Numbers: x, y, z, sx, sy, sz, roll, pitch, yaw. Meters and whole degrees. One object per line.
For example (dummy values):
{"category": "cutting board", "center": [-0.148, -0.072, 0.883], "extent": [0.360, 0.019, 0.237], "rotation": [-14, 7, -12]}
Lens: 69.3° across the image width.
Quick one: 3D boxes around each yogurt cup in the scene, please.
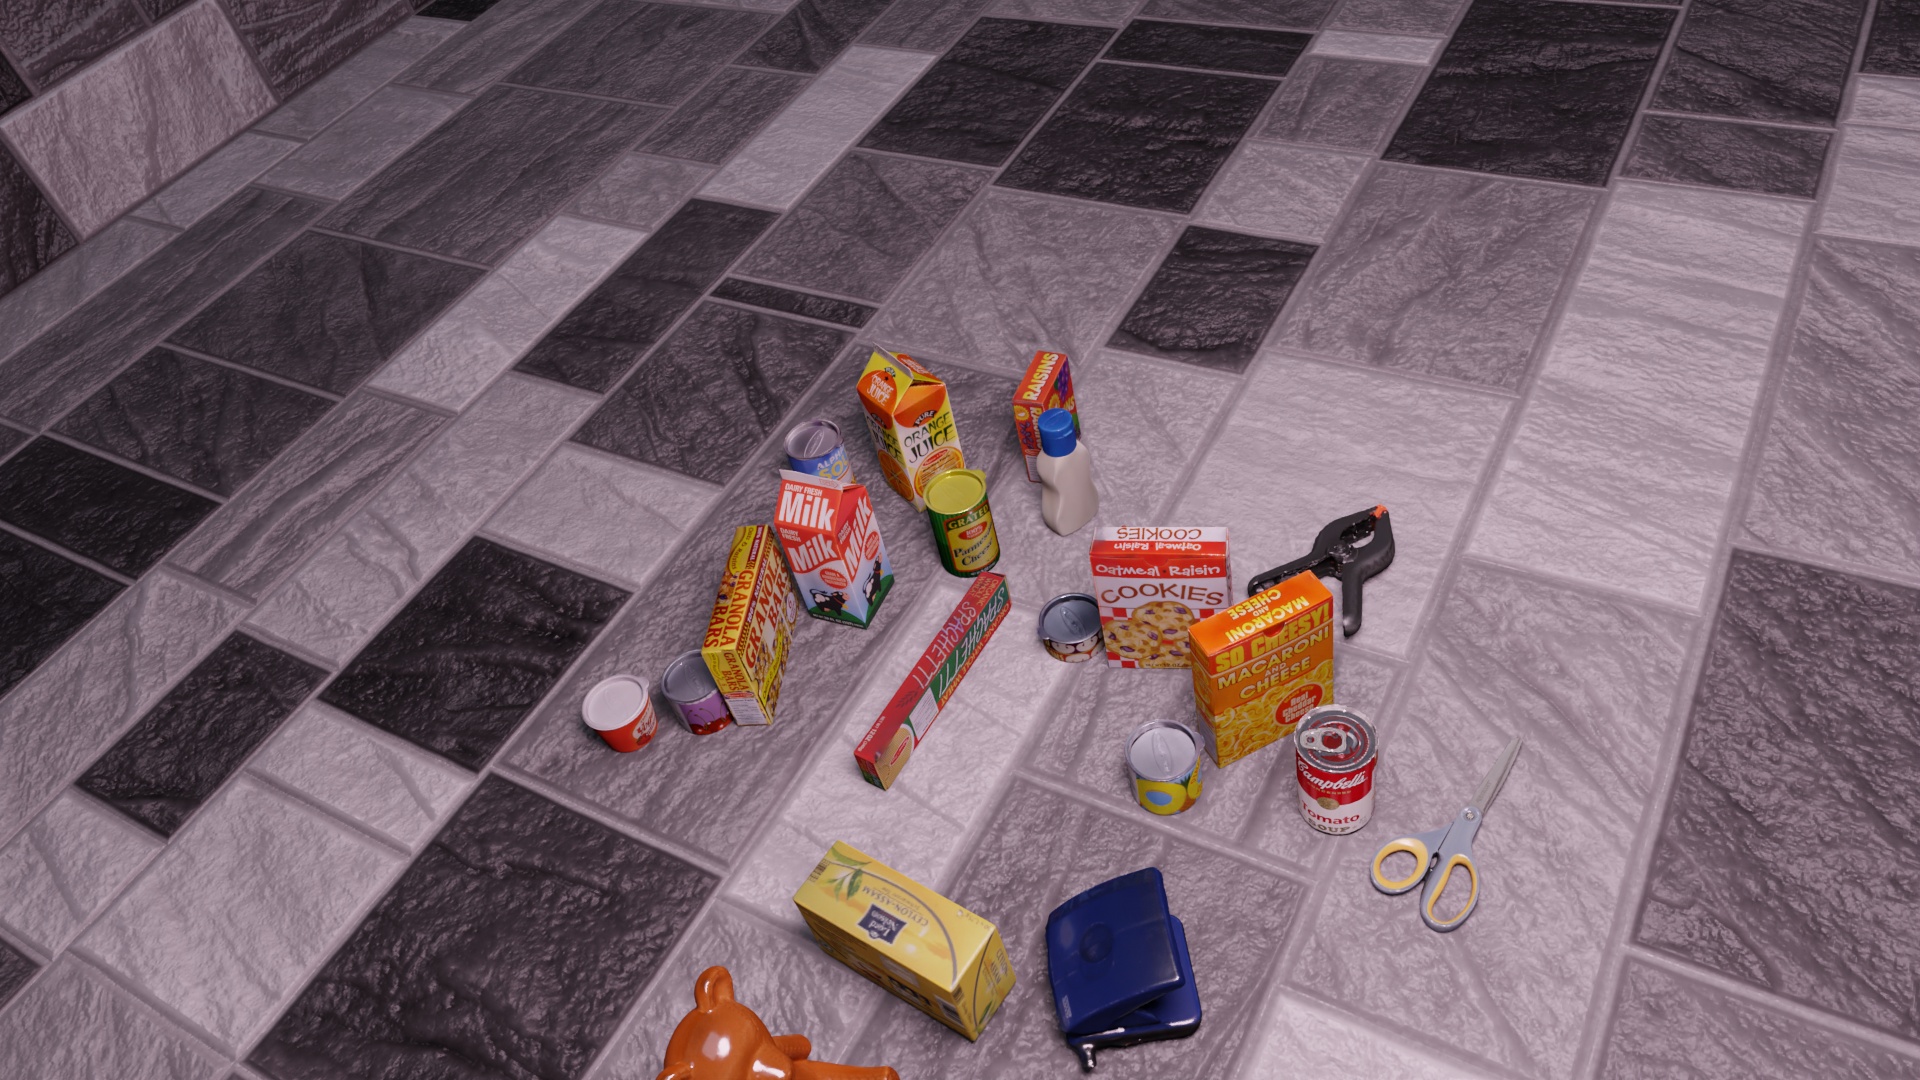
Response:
{"category": "yogurt cup", "center": [-0.340, 0.177, 1.402], "extent": [0.072, 0.053, 0.073], "rotation": [-7, 46, 8]}

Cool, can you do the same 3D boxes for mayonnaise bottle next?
{"category": "mayonnaise bottle", "center": [0.109, -0.074, 1.463], "extent": [0.065, 0.147, 0.041], "rotation": [-37, 49, -20]}

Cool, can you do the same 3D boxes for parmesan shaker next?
{"category": "parmesan shaker", "center": [0.005, -0.018, 1.467], "extent": [0.071, 0.102, 0.072], "rotation": [-7, 46, 8]}

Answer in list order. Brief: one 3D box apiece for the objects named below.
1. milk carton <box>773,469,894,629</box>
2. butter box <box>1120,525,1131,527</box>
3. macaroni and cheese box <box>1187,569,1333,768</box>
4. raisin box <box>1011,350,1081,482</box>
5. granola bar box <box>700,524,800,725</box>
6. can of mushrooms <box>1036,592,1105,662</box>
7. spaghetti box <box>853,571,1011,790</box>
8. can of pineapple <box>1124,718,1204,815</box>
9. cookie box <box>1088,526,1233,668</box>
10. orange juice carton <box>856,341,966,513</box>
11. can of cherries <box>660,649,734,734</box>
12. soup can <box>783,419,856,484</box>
{"category": "milk carton", "center": [-0.131, 0.000, 1.423], "extent": [0.072, 0.189, 0.074], "rotation": [11, 51, 23]}
{"category": "butter box", "center": [0.211, 0.019, 1.415], "extent": [0.103, 0.053, 0.024], "rotation": [12, 51, 24]}
{"category": "macaroni and cheese box", "center": [0.268, 0.116, 1.227], "extent": [0.124, 0.165, 0.040], "rotation": [-25, 46, -9]}
{"category": "raisin box", "center": [0.097, -0.136, 1.543], "extent": [0.040, 0.122, 0.086], "rotation": [10, 50, 23]}
{"category": "granola bar box", "center": [-0.208, 0.085, 1.407], "extent": [0.039, 0.123, 0.166], "rotation": [-3, 46, 12]}
{"category": "can of mushrooms", "center": [0.111, 0.088, 1.387], "extent": [0.071, 0.033, 0.071], "rotation": [-7, 46, 8]}
{"category": "spaghetti box", "center": [-0.022, 0.133, 1.366], "extent": [0.029, 0.050, 0.251], "rotation": [17, 53, 28]}
{"category": "can of pineapple", "center": [0.184, 0.203, 1.241], "extent": [0.071, 0.057, 0.071], "rotation": [-7, 46, 8]}
{"category": "cookie box", "center": [0.193, 0.056, 1.303], "extent": [0.123, 0.166, 0.040], "rotation": [0, 47, 14]}
{"category": "orange juice carton", "center": [-0.055, -0.130, 1.527], "extent": [0.073, 0.191, 0.072], "rotation": [-34, 48, -18]}
{"category": "can of cherries", "center": [-0.259, 0.153, 1.401], "extent": [0.071, 0.058, 0.072], "rotation": [-7, 46, 8]}
{"category": "soup can", "center": [-0.157, -0.086, 1.586], "extent": [0.071, 0.083, 0.072], "rotation": [-7, 46, 8]}
